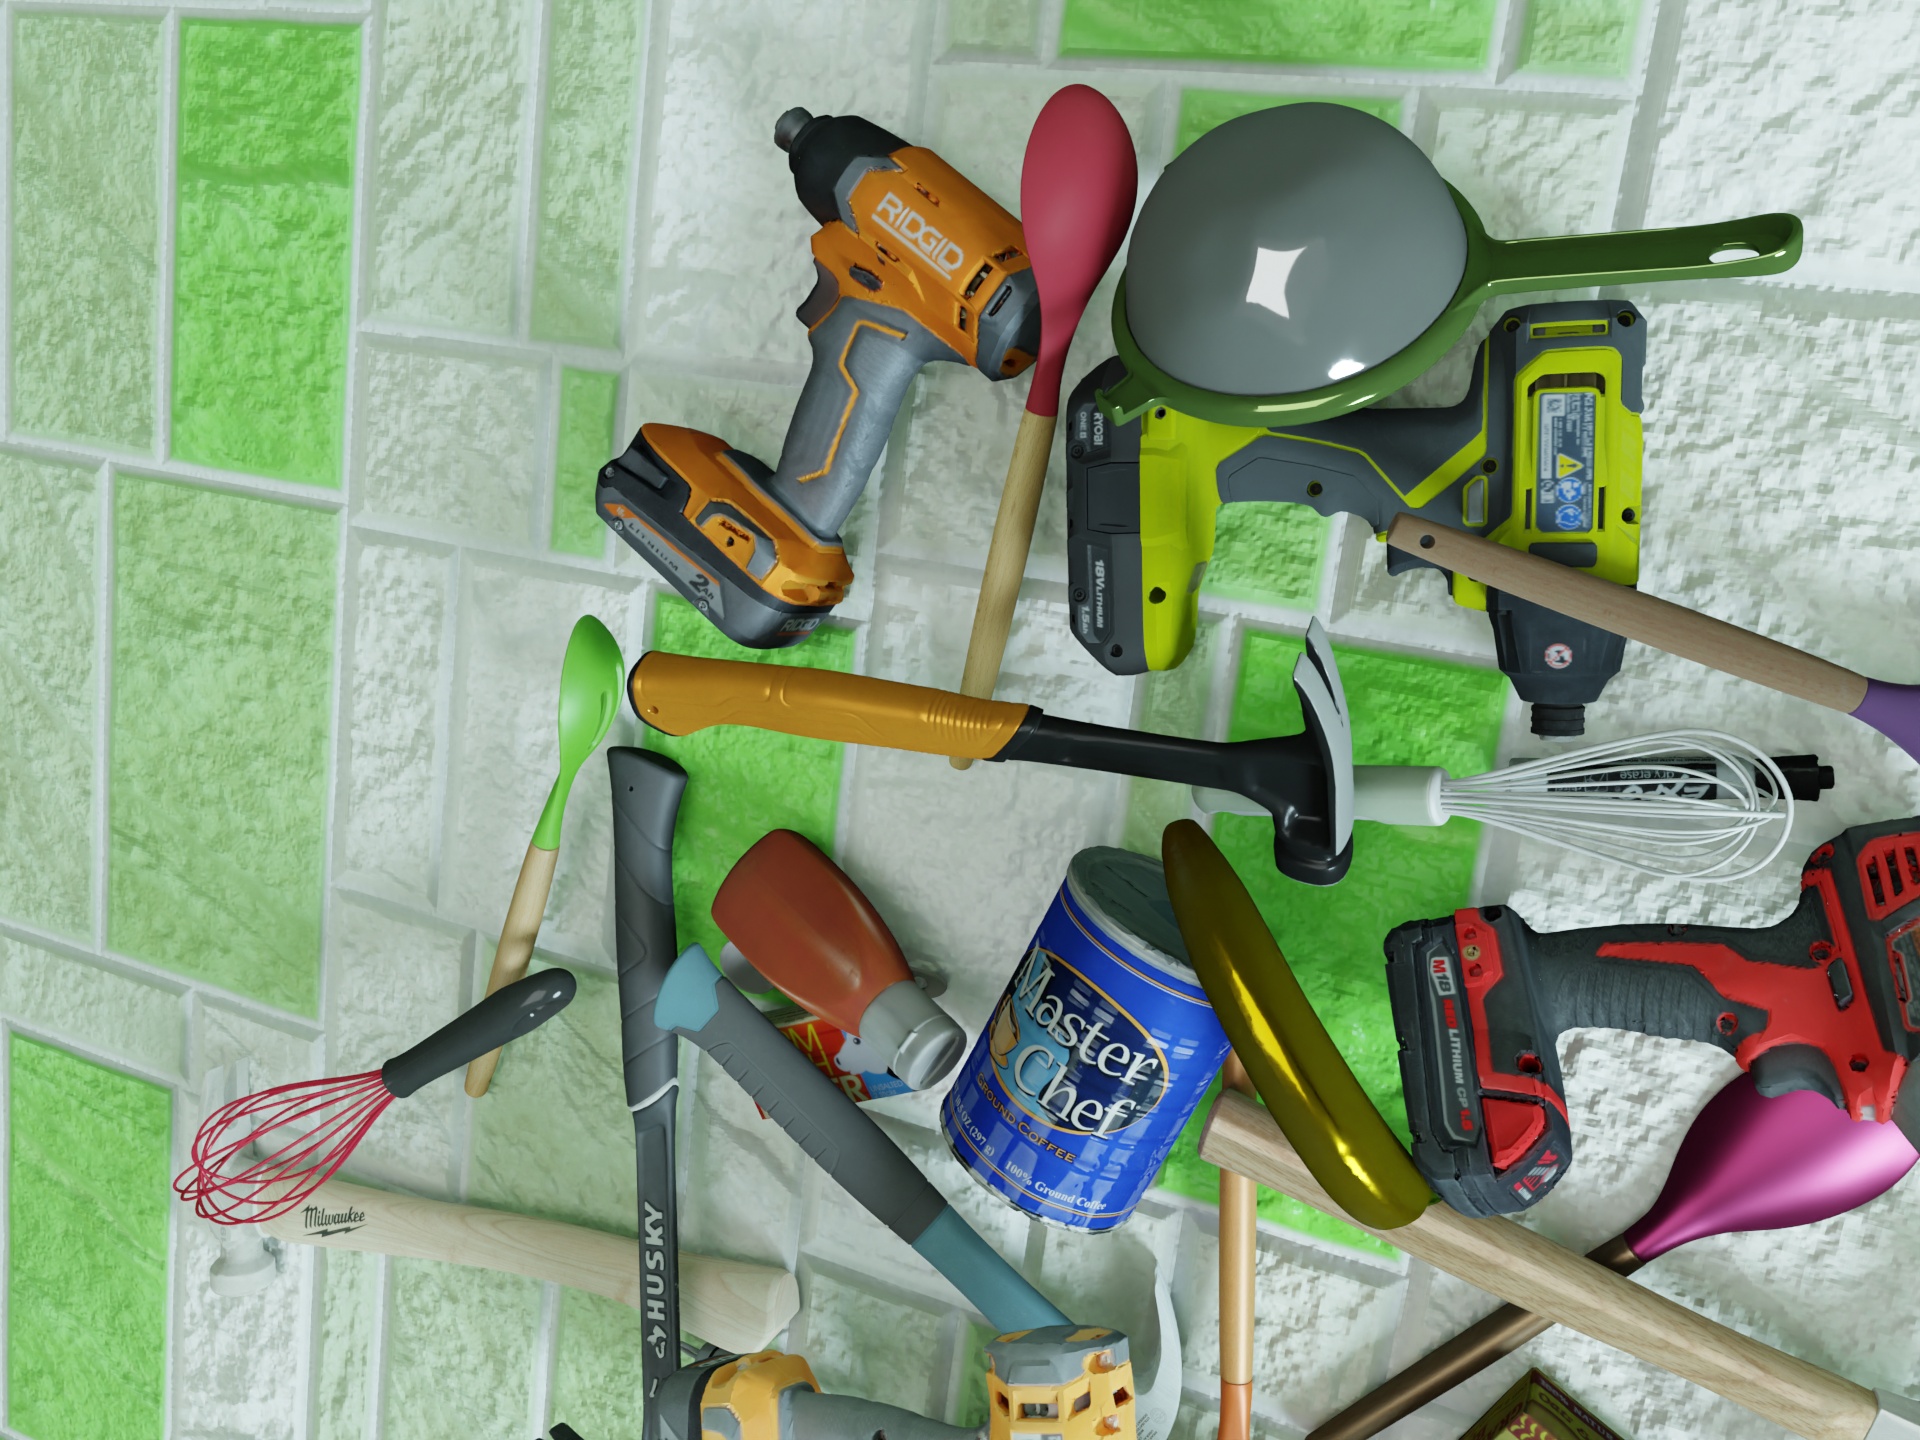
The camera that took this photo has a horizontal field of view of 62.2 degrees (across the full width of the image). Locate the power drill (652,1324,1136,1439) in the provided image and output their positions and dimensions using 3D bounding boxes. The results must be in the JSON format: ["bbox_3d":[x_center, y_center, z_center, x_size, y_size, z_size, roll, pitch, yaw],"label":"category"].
[{"bbox_3d":[-0.023,0.370,0.708,0.226,0.084,0.185,-11,75,24],"label":"power drill"}]

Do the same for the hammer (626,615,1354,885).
[{"bbox_3d":[-0.001,-0.002,0.688,0.337,0.034,0.127,7,138,23],"label":"hammer"}]

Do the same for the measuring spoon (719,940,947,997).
[{"bbox_3d":[-0.065,0.128,0.822,0.124,0.018,0.034,4,116,16],"label":"measuring spoon"}]

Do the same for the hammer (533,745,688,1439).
[{"bbox_3d":[-0.165,0.217,0.840,0.149,0.036,0.409,-2,90,22],"label":"hammer"}]

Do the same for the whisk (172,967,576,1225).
[{"bbox_3d":[-0.328,0.208,0.887,0.296,0.073,0.073,-30,86,18],"label":"whisk"}]

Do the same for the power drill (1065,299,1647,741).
[{"bbox_3d":[0.161,-0.079,0.660,0.223,0.080,0.171,2,98,20],"label":"power drill"}]

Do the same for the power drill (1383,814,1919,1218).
[{"bbox_3d":[0.286,0.126,0.610,0.219,0.078,0.143,-14,58,23],"label":"power drill"}]

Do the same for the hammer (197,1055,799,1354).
[{"bbox_3d":[-0.282,0.292,0.926,0.411,0.038,0.146,2,97,22],"label":"hammer"}]

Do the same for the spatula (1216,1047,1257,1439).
[{"bbox_3d":[0.132,0.284,0.756,0.081,0.041,0.322,2,94,21],"label":"spatula"}]

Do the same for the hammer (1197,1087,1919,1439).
[{"bbox_3d":[0.257,0.242,0.669,0.331,0.031,0.130,22,105,18],"label":"hammer"}]

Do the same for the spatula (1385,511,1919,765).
[{"bbox_3d":[0.311,-0.021,0.594,0.316,0.018,0.059,20,105,2],"label":"spatula"}]

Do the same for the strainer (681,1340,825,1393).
[{"bbox_3d":[-0.046,0.373,0.835,0.258,0.050,0.086,13,146,26],"label":"strainer"}]

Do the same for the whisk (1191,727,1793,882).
[{"bbox_3d":[0.205,0.032,0.654,0.246,0.057,0.059,0,98,38],"label":"whisk"}]

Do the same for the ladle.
[{"bbox_3d":[0.028,-0.112,0.702,0.031,0.069,0.315,34,126,34],"label":"ladle"}]

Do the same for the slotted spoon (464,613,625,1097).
[{"bbox_3d":[-0.229,0.085,0.860,0.031,0.070,0.313,21,116,-3],"label":"slotted spoon"}]

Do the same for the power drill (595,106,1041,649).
[{"bbox_3d":[-0.071,-0.164,0.745,0.164,0.084,0.226,43,107,12],"label":"power drill"}]

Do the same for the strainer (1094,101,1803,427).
[{"bbox_3d":[0.173,-0.188,0.596,0.256,0.069,0.152,3,58,26],"label":"strainer"}]

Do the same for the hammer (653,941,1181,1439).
[{"bbox_3d":[-0.026,0.237,0.777,0.331,0.033,0.128,43,95,6],"label":"hammer"}]

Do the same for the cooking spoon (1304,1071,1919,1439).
[{"bbox_3d":[0.272,0.243,0.690,0.319,0.017,0.069,-44,81,22],"label":"cooking spoon"}]
